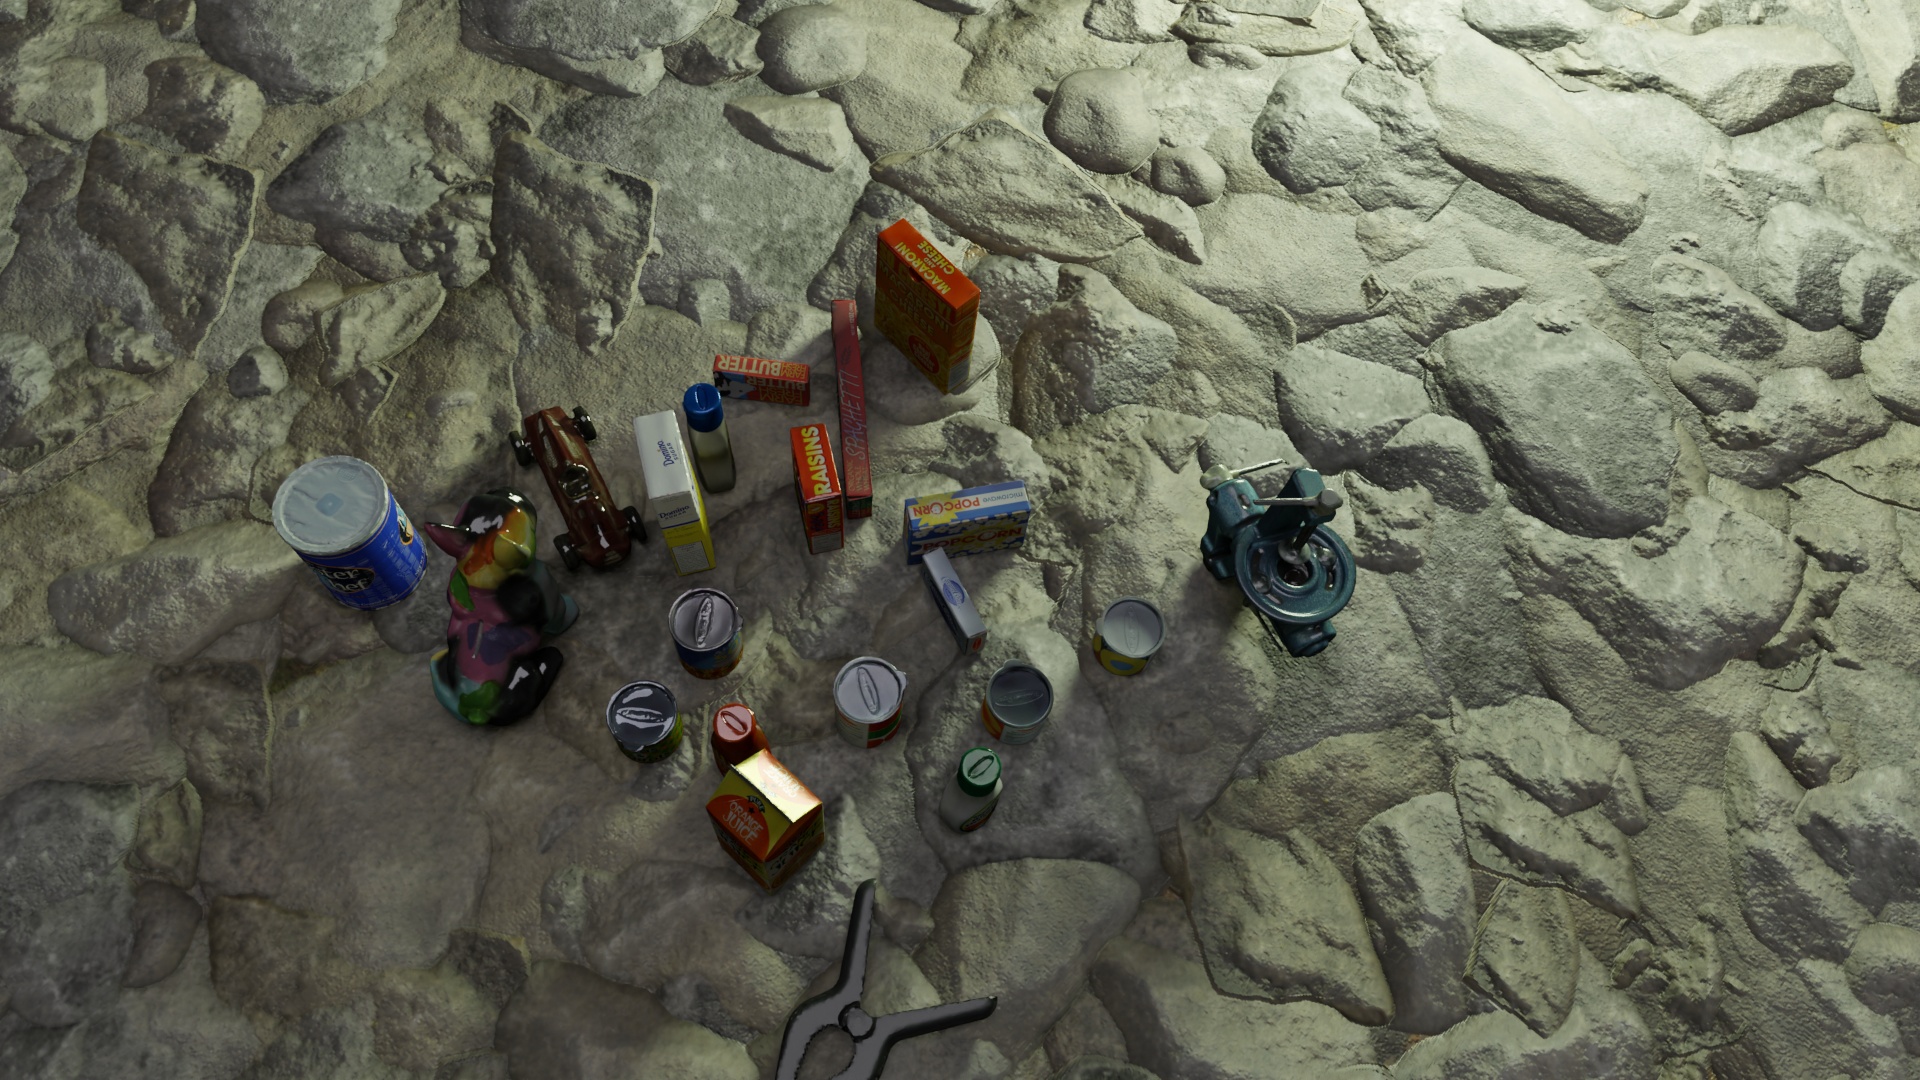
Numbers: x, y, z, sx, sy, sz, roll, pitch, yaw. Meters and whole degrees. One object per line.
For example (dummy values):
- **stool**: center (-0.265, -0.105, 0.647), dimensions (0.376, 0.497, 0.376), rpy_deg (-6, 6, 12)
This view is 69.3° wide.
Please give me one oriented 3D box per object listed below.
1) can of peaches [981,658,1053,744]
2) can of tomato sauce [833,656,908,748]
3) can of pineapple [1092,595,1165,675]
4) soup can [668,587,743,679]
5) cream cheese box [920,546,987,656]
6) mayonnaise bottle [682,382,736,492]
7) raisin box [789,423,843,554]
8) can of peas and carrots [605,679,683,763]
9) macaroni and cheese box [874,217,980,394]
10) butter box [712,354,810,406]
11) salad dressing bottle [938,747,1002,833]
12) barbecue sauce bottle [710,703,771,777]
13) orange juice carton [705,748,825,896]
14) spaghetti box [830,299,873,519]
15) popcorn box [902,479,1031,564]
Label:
- **can of peaches**: center (0.055, 0.159, 1.362), dimensions (0.071, 0.057, 0.071), rpy_deg (2, 64, -4)
- **can of tomato sauce**: center (-0.087, 0.156, 1.338), dimensions (0.071, 0.082, 0.071), rpy_deg (2, 64, -3)
- **can of pineapple**: center (0.168, 0.096, 1.401), dimensions (0.071, 0.057, 0.071), rpy_deg (2, 64, -4)
- **soup can**: center (-0.245, 0.092, 1.356), dimensions (0.071, 0.083, 0.071), rpy_deg (2, 64, -3)
- **cream cheese box**: center (-0.008, 0.062, 1.406), dimensions (0.024, 0.053, 0.104), rpy_deg (-23, 68, -14)
- **mayonnaise bottle**: center (-0.256, -0.107, 1.417), dimensions (0.041, 0.147, 0.065), rpy_deg (-13, 66, -10)
- **raisin box**: center (-0.146, -0.052, 1.412), dimensions (0.040, 0.123, 0.086), rpy_deg (-10, 66, -9)
- **can of peas and carrots**: center (-0.301, 0.176, 1.325), dimensions (0.071, 0.058, 0.071), rpy_deg (2, 64, -4)
- **macaroni and cheese box**: center (-0.039, -0.248, 1.491), dimensions (0.040, 0.165, 0.124), rpy_deg (-38, 73, -19)
- **butter box**: center (-0.214, -0.173, 1.505), dimensions (0.103, 0.053, 0.024), rpy_deg (6, 64, -1)
- **salad dressing bottle**: center (0.012, 0.228, 1.275), dimensions (0.064, 0.147, 0.044), rpy_deg (-37, 72, -19)
- **barbecue sauce bottle**: center (-0.202, 0.189, 1.277), dimensions (0.065, 0.148, 0.044), rpy_deg (39, 68, 13)
- **orange juice carton**: center (-0.170, 0.247, 1.227), dimensions (0.072, 0.191, 0.073), rpy_deg (41, 68, 14)
- **spaghetti box**: center (-0.118, -0.144, 1.499), dimensions (0.029, 0.050, 0.251), rpy_deg (-4, 65, -6)
- **popcorn box**: center (0.005, -0.018, 1.428), dimensions (0.127, 0.085, 0.038), rpy_deg (-10, 66, -9)
